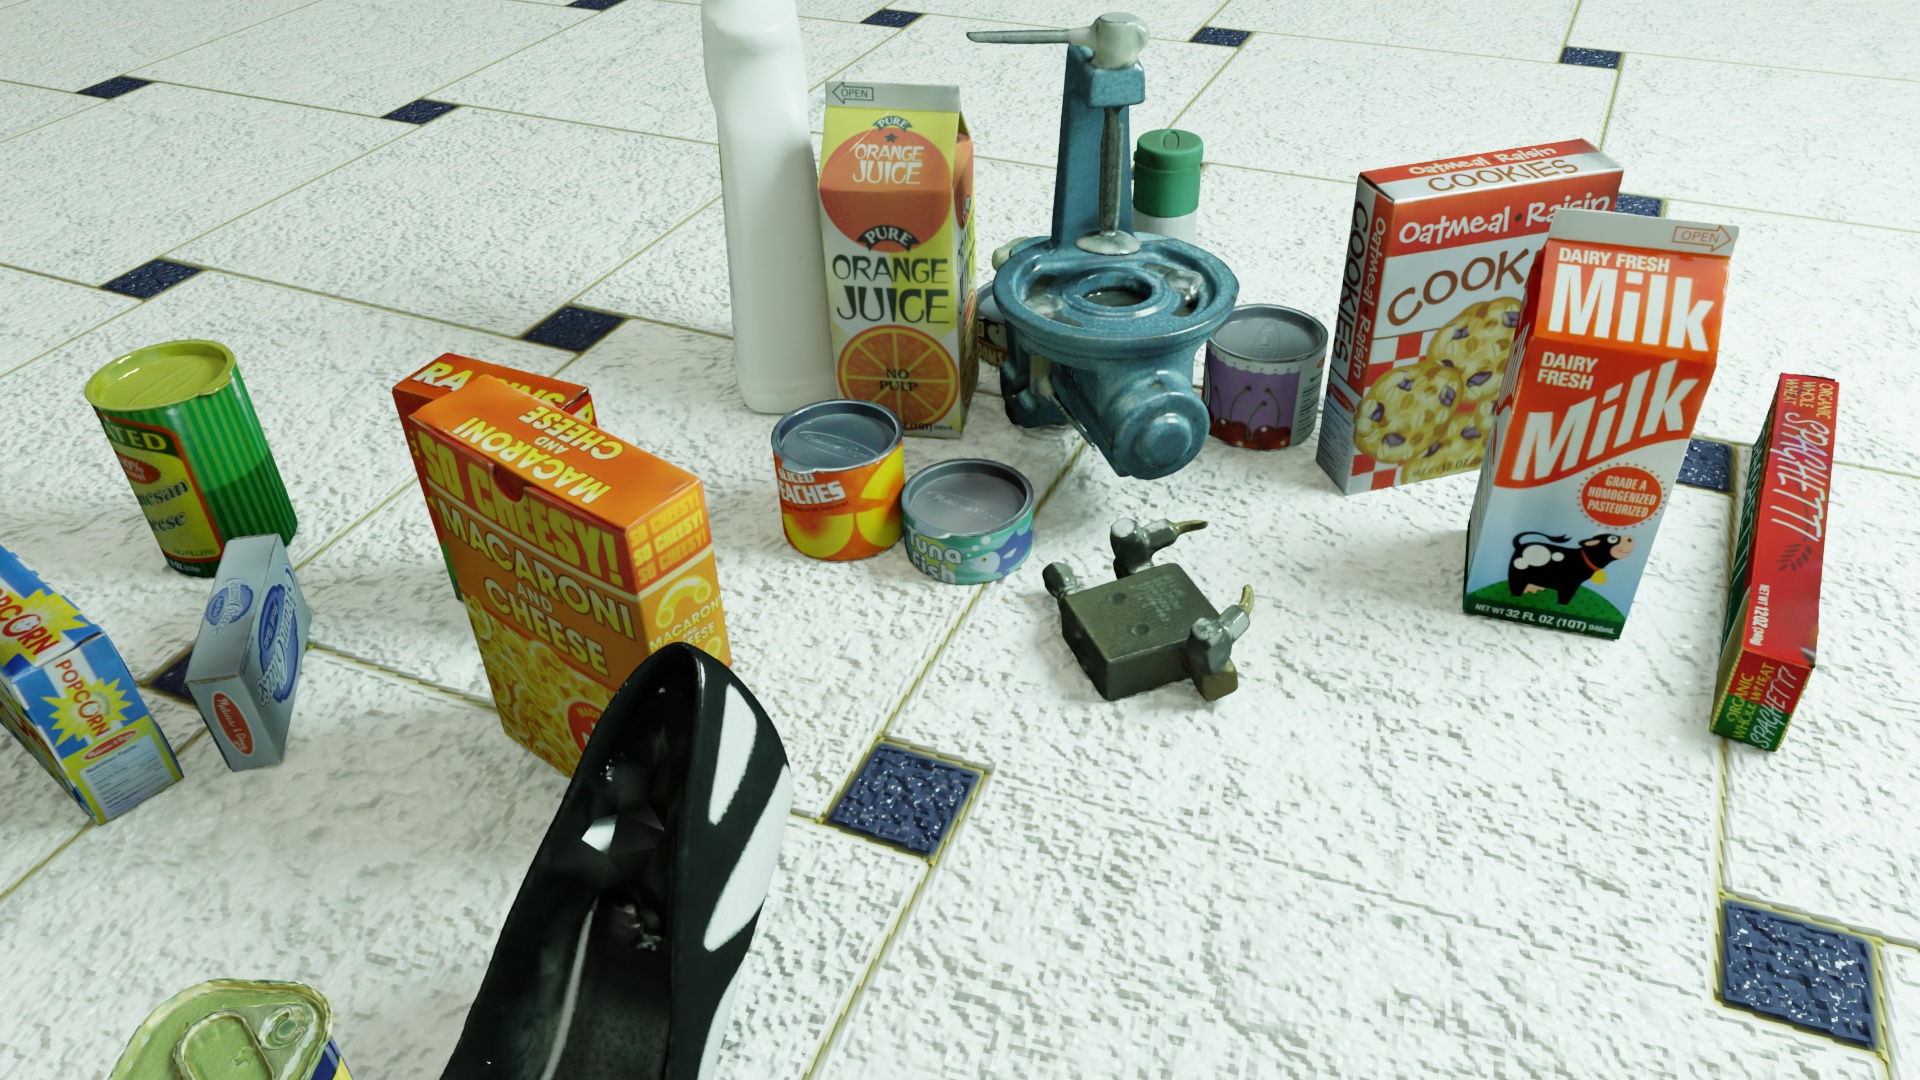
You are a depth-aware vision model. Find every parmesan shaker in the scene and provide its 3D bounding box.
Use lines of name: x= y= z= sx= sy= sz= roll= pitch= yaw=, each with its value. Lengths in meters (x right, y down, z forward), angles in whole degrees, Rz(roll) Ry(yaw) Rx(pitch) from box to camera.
parmesan shaker: x=-0.381 y=-0.039 z=0.697 sx=0.071 sy=0.102 sz=0.072 roll=-1 pitch=37 yaw=1

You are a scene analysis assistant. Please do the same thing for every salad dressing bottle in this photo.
salad dressing bottle: x=0.115 y=-0.157 z=0.791 sx=0.044 sy=0.146 sz=0.064 roll=3 pitch=37 yaw=8

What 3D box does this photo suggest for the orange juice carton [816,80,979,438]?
orange juice carton: x=-0.031 y=-0.156 z=0.760 sx=0.072 sy=0.191 sz=0.073 roll=4 pitch=37 yaw=8

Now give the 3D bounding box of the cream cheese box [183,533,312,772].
cream cheese box: x=-0.316 y=0.048 z=0.620 sx=0.024 sy=0.053 sz=0.104 roll=-10 pitch=38 yaw=-10

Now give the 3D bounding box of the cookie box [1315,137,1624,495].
cookie box: x=0.254 y=-0.112 z=0.708 sx=0.123 sy=0.166 sz=0.040 roll=-11 pitch=38 yaw=-11

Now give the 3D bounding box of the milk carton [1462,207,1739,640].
milk carton: x=0.277 y=-0.055 z=0.613 sx=0.072 sy=0.189 sz=0.074 roll=10 pitch=39 yaw=15

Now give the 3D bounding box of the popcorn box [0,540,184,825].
popcorn box: x=-0.392 y=0.054 z=0.589 sx=0.127 sy=0.084 sz=0.038 roll=25 pitch=45 yaw=31

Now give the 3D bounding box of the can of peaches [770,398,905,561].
can of peaches: x=-0.062 y=-0.030 z=0.706 sx=0.071 sy=0.057 sz=0.071 roll=-1 pitch=37 yaw=1

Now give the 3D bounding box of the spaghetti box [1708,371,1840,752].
spaghetti box: x=0.385 y=-0.001 z=0.652 sx=0.029 sy=0.050 sz=0.251 roll=17 pitch=41 yaw=23

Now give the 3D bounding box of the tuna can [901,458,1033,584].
tuna can: x=0.002 y=-0.009 z=0.696 sx=0.071 sy=0.032 sz=0.071 roll=-1 pitch=37 yaw=1

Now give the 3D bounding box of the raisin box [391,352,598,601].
raisin box: x=-0.204 y=-0.019 z=0.645 sx=0.086 sy=0.122 sz=0.040 roll=16 pitch=41 yaw=22

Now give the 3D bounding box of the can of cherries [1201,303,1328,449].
can of cherries: x=0.166 y=-0.092 z=0.777 sx=0.071 sy=0.058 sz=0.072 roll=-1 pitch=37 yaw=1

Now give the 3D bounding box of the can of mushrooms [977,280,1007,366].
can of mushrooms: x=0.037 y=-0.135 z=0.860 sx=0.071 sy=0.033 sz=0.071 roll=-1 pitch=37 yaw=1

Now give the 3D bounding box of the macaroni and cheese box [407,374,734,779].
macaroni and cheese box: x=-0.143 y=0.032 z=0.539 sx=0.124 sy=0.165 sz=0.040 roll=24 pitch=44 yaw=31
